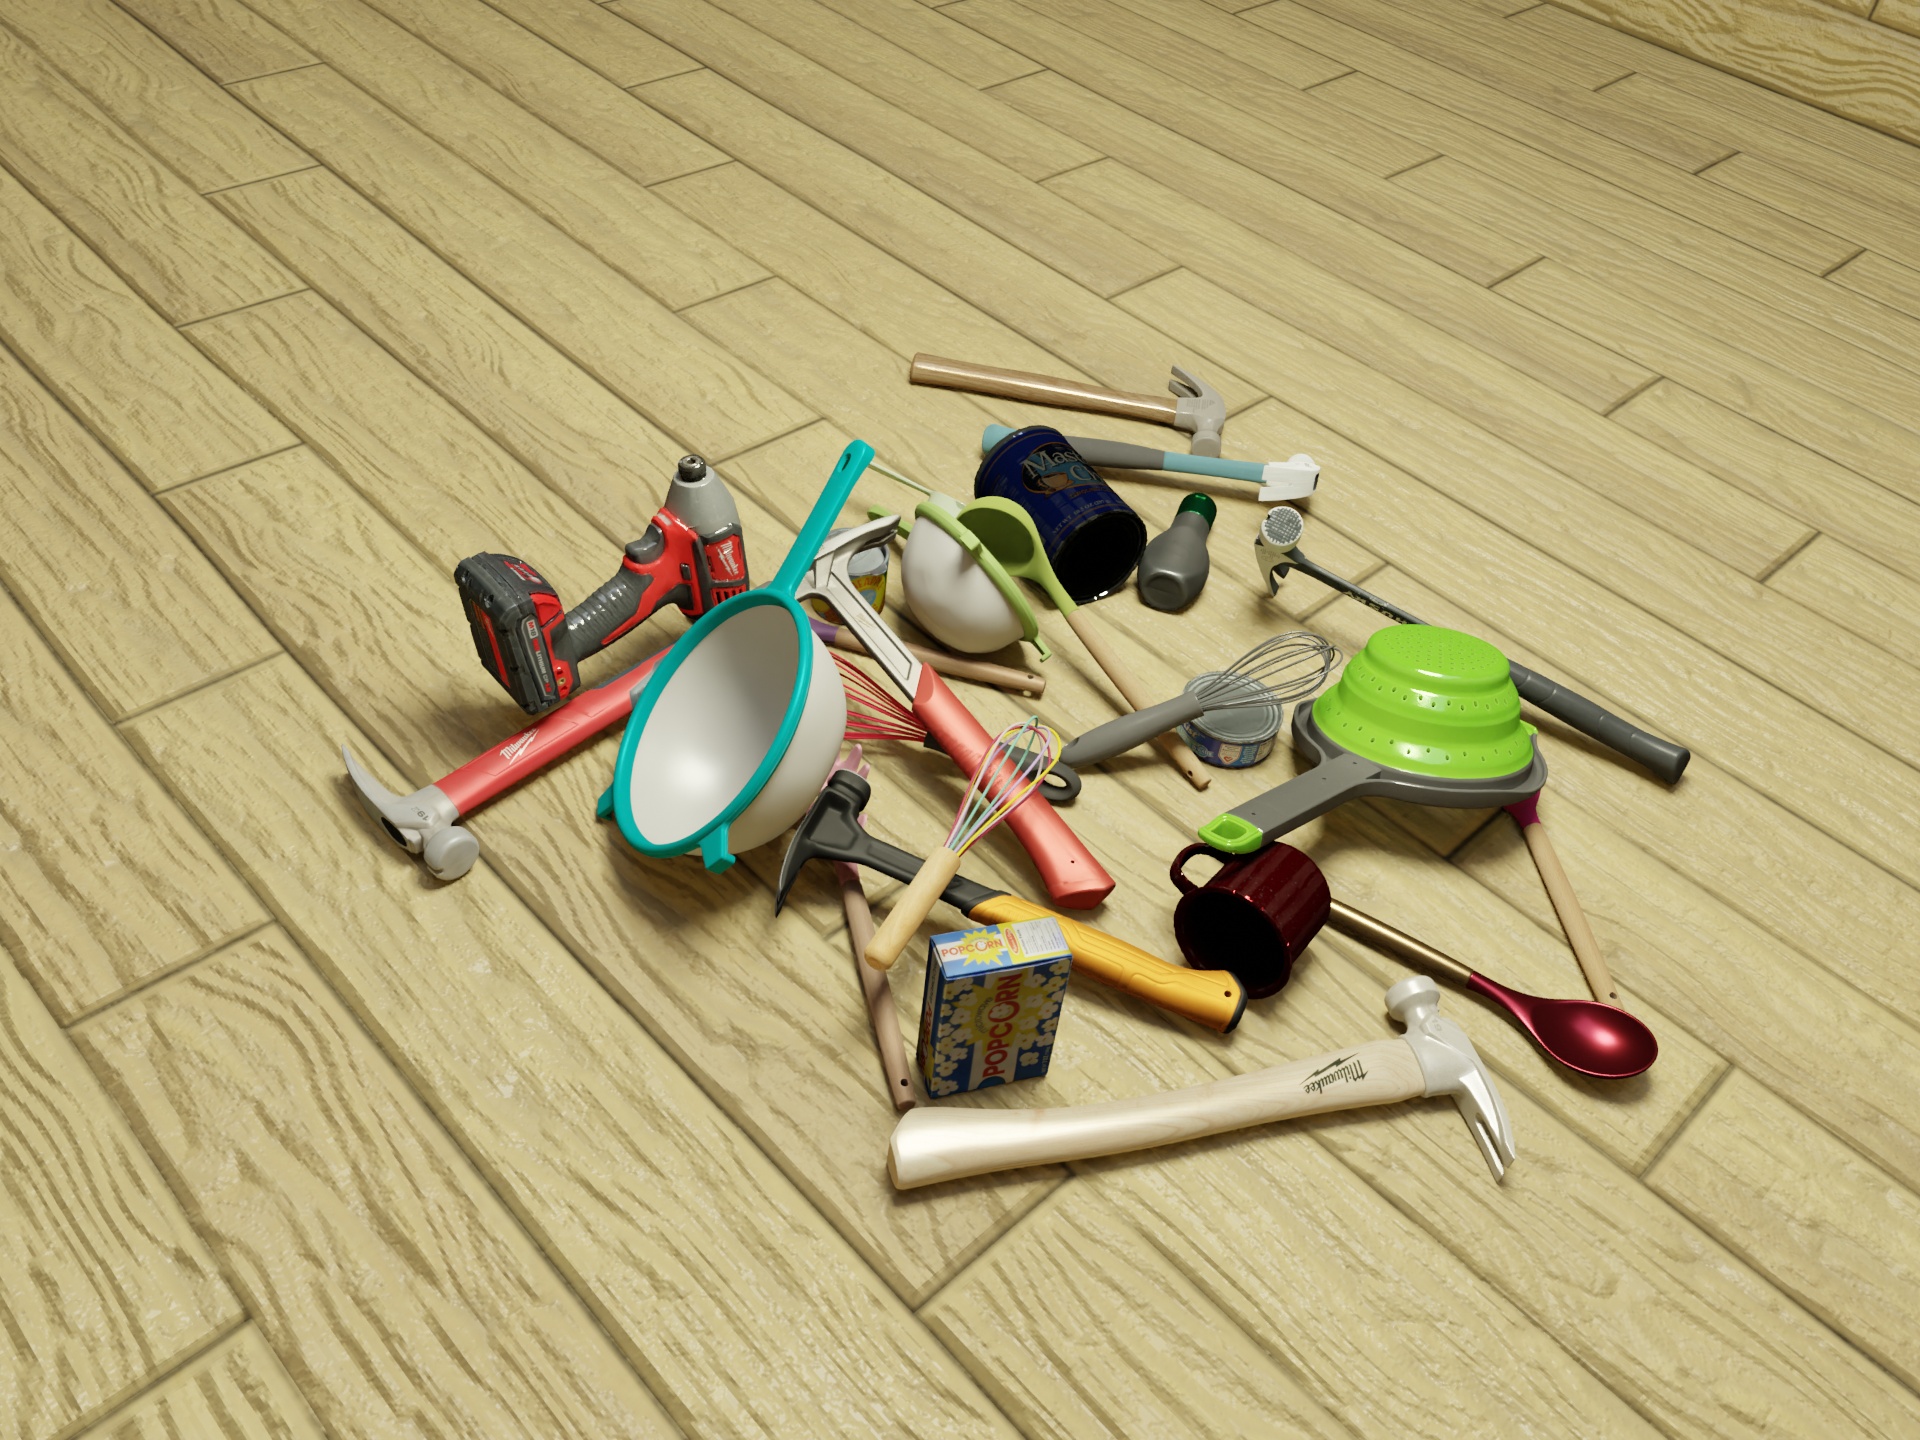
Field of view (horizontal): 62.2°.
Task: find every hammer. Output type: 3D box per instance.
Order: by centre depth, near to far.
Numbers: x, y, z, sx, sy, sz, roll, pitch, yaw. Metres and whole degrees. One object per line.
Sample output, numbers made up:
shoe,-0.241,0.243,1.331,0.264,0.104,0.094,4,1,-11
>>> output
hammer,0.157,0.263,1.039,0.410,0.038,0.146,-6,47,-14
hammer,0.038,0.144,1.116,0.337,0.034,0.127,22,46,6
hammer,-0.002,-0.004,1.223,0.149,0.036,0.359,-32,71,-28
hammer,-0.287,-0.022,1.254,0.143,0.038,0.386,35,52,27
hammer,0.435,-0.057,1.373,0.409,0.149,0.036,30,83,10
hammer,0.187,-0.257,1.565,0.331,0.033,0.128,8,19,6
hammer,0.112,-0.344,1.663,0.331,0.031,0.130,11,44,3

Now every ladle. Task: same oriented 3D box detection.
ladle,0.348,0.177,1.163,0.315,0.031,0.069,27,46,21
ladle,0.100,-0.065,1.331,0.062,0.078,0.320,-22,65,-32

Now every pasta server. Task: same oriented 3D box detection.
pasta server,-0.072,0.134,1.136,0.060,0.040,0.317,-3,46,-17

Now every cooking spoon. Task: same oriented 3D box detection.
cooking spoon,0.462,0.104,1.260,0.068,0.017,0.319,2,43,-7

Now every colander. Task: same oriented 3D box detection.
colander,0.317,0.004,1.220,0.205,0.094,0.397,27,33,38

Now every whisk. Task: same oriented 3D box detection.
whisk,0.005,0.080,1.111,0.047,0.051,0.245,33,52,5
whisk,0.188,-0.011,1.262,0.239,0.055,0.055,-23,45,9
whisk,-0.043,0.004,1.264,0.296,0.073,0.073,20,45,5

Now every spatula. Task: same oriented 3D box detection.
spatula,-0.081,-0.065,1.354,0.316,0.018,0.060,14,45,7

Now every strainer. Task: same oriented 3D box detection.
strainer,-0.124,-0.040,1.168,0.211,0.095,0.340,14,74,52
strainer,-0.034,-0.128,1.383,0.069,0.151,0.257,-42,39,-8

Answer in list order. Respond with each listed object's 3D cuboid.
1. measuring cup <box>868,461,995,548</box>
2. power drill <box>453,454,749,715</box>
measuring cup,-0.041,-0.194,1.448,0.167,0.083,0.038,29,89,10
power drill,-0.264,-0.110,1.219,0.219,0.143,0.079,-30,51,-27
